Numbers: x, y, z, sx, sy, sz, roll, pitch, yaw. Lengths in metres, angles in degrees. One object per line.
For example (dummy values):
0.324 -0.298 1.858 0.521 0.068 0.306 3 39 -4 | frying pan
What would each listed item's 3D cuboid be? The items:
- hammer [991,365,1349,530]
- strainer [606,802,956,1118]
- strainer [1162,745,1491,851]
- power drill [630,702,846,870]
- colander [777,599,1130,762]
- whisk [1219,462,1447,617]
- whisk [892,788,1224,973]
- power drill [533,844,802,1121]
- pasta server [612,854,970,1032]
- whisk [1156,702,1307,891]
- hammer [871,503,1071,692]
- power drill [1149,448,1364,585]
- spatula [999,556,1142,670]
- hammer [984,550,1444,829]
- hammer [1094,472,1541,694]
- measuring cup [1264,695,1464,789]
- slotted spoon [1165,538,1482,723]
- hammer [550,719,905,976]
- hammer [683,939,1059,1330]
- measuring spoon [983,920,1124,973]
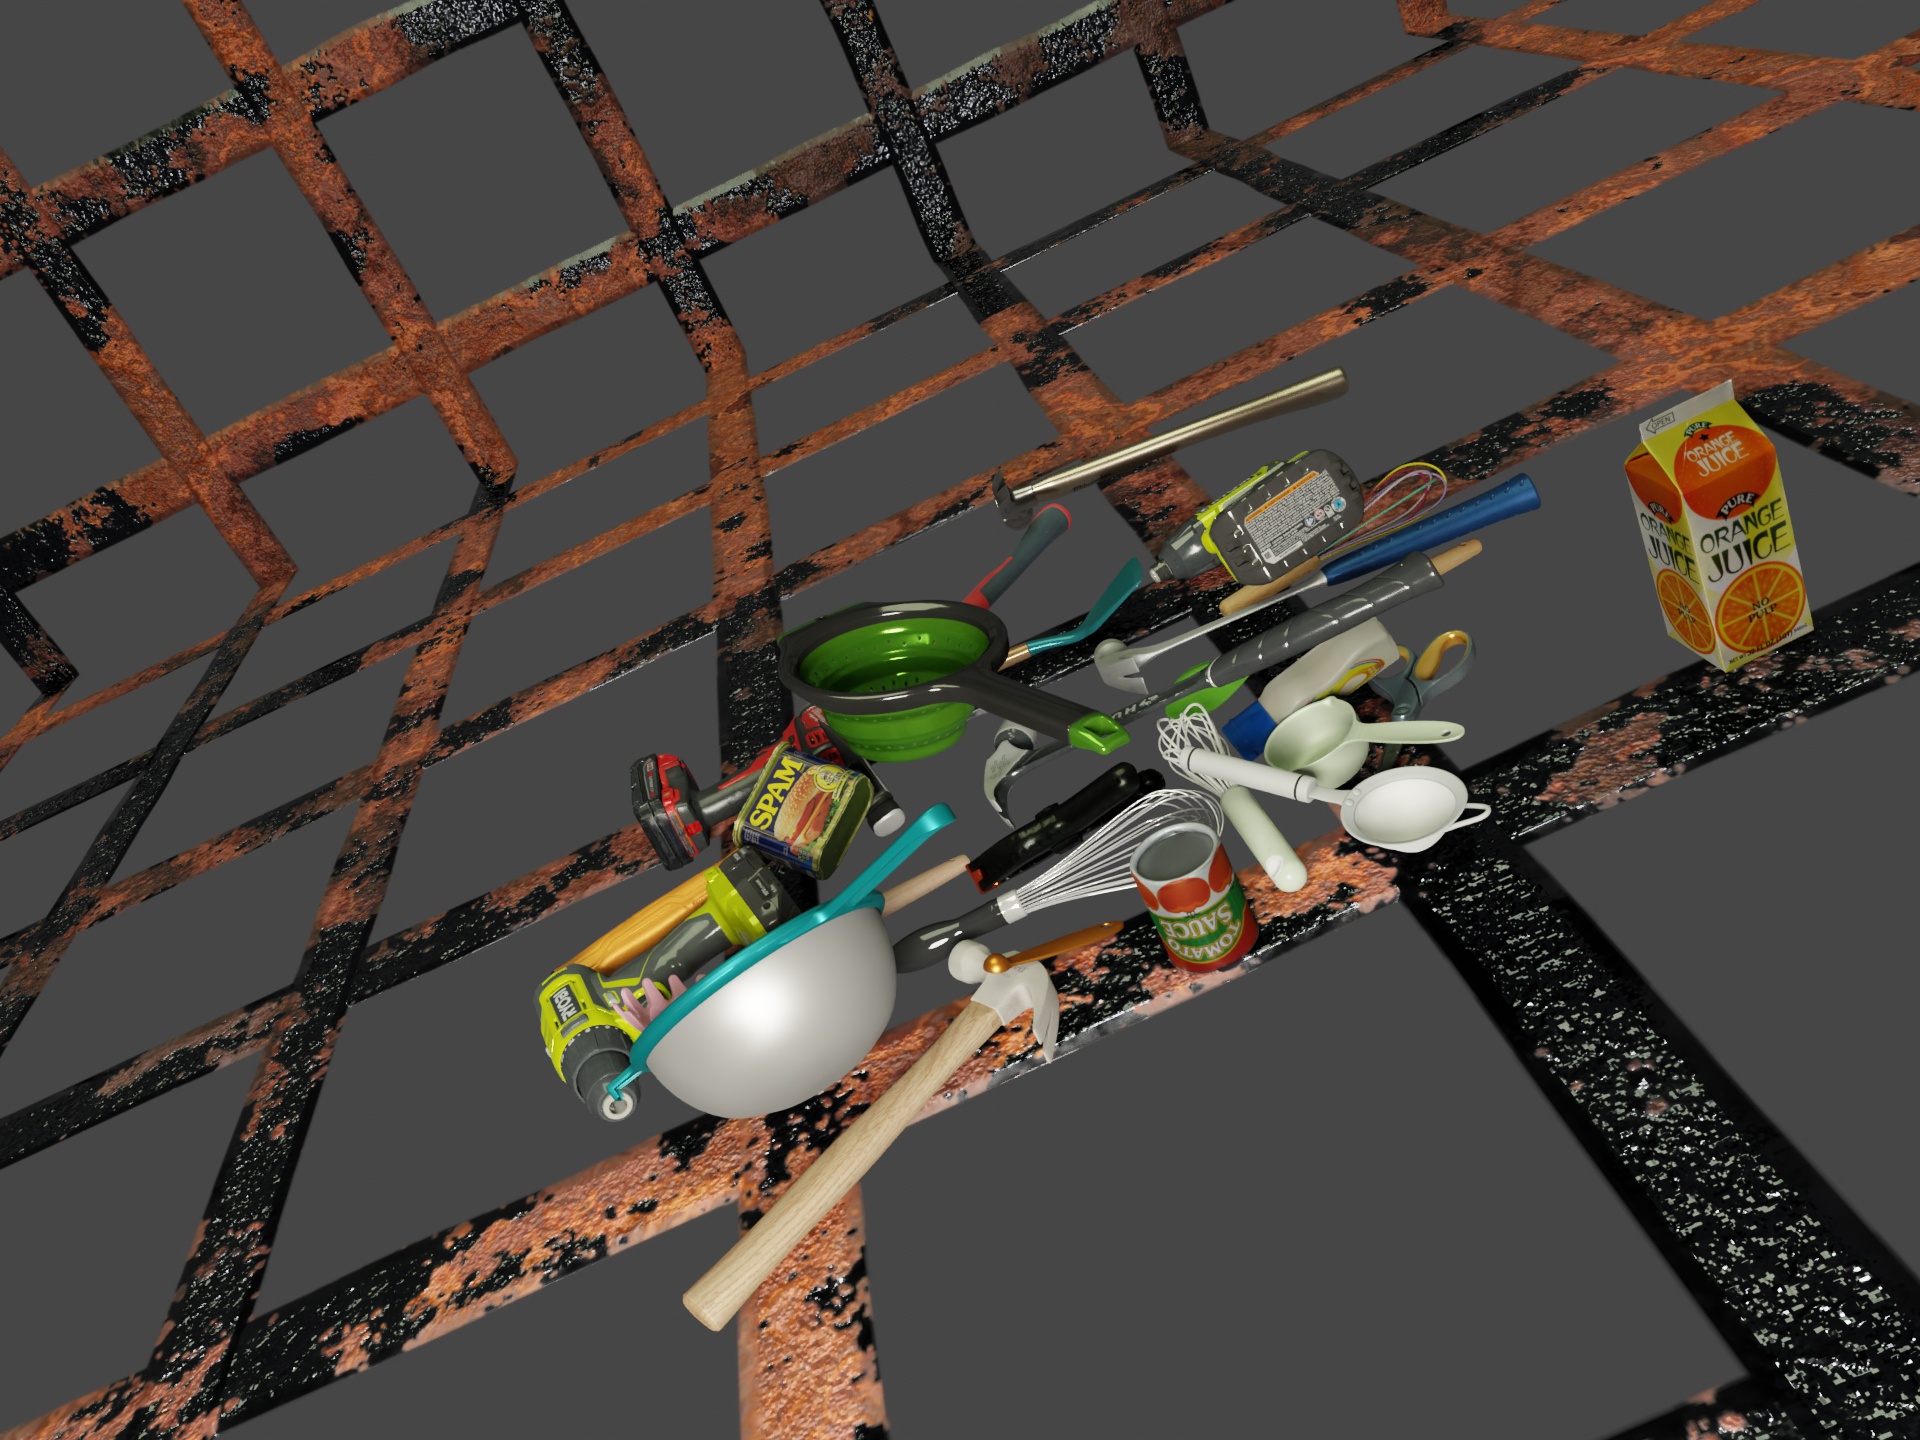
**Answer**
0.232 -0.312 1.769 0.410 0.038 0.146 -20 -9 4 | hammer
-0.084 0.180 1.079 0.211 0.095 0.340 -19 -20 -49 | strainer
0.256 0.052 1.142 0.259 0.050 0.087 15 46 37 | strainer
-0.204 0.049 1.547 0.219 0.078 0.143 -24 29 -1 | power drill
-0.002 -0.004 1.352 0.204 0.094 0.397 -26 31 -32 | colander
0.345 -0.167 1.479 0.245 0.047 0.051 -32 10 -3 | whisk
0.068 0.126 1.205 0.284 0.070 0.070 -26 27 10 | whisk
-0.229 0.214 1.282 0.228 0.080 0.191 -36 28 -11 | power drill
-0.119 0.167 1.232 0.316 0.040 0.060 -25 20 -31 | pasta server
0.208 0.057 1.215 0.057 0.059 0.247 -66 23 22 | whisk
0.032 -0.127 1.643 0.143 0.038 0.386 -14 25 41 | hammer
0.270 -0.181 1.480 0.171 0.080 0.223 -34 8 -3 | power drill
0.040 -0.071 1.573 0.317 0.044 0.082 -23 20 10 | spatula
0.187 -0.030 1.261 0.409 0.036 0.149 -27 20 25 | hammer
0.310 -0.119 1.393 0.405 0.035 0.144 -23 10 5 | hammer
0.303 0.021 1.176 0.168 0.038 0.083 -3 43 49 | measuring cup
0.314 -0.083 1.379 0.314 0.031 0.070 -27 25 -4 | slotted spoon
-0.218 0.136 1.413 0.337 0.034 0.127 -35 58 -8 | hammer
-0.055 0.276 1.074 0.331 0.031 0.130 -43 31 -27 | hammer
0.068 0.160 1.146 0.117 0.011 0.021 -14 21 -25 | measuring spoon
